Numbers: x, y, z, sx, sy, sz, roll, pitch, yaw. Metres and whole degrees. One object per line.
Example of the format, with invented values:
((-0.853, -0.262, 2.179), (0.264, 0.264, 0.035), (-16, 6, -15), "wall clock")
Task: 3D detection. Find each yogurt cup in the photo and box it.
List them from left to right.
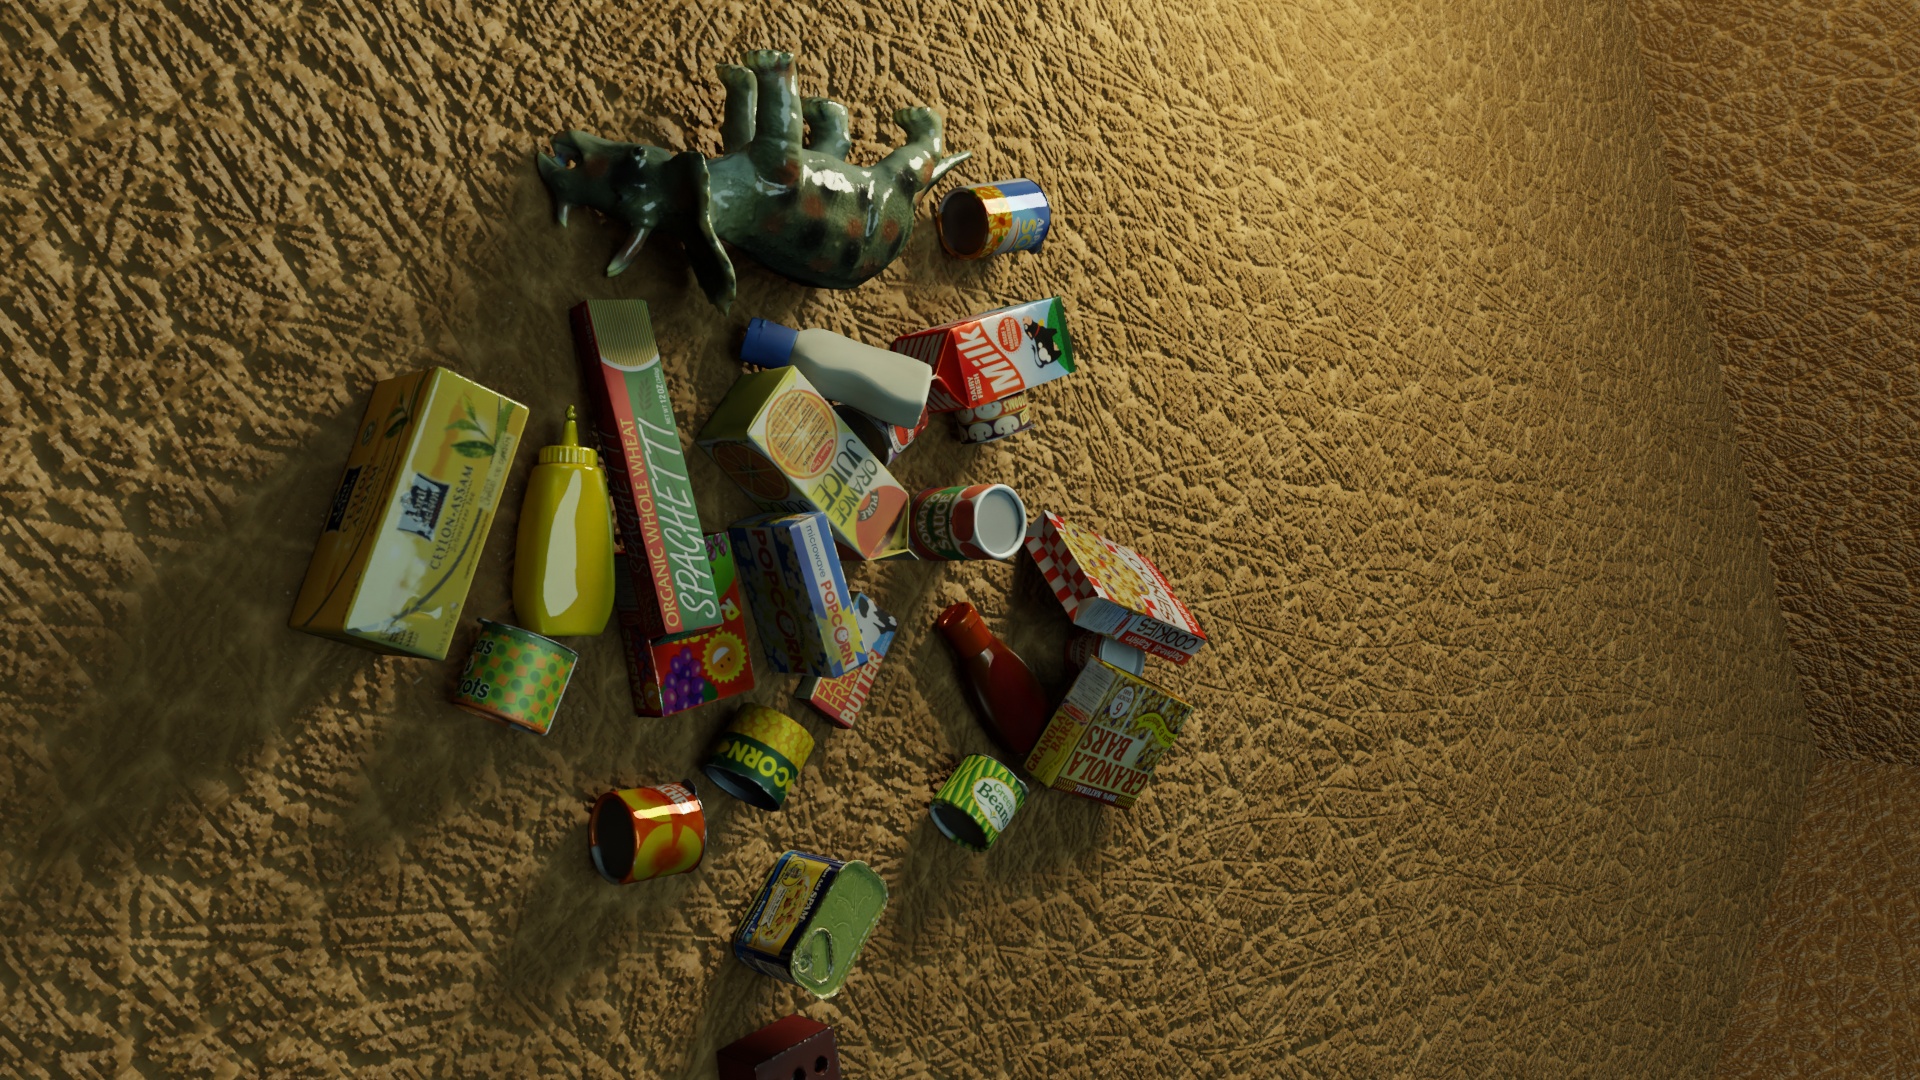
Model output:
((0.139, 0.112, 1.353), (0.072, 0.054, 0.072), (2, 88, -44), "yogurt cup")

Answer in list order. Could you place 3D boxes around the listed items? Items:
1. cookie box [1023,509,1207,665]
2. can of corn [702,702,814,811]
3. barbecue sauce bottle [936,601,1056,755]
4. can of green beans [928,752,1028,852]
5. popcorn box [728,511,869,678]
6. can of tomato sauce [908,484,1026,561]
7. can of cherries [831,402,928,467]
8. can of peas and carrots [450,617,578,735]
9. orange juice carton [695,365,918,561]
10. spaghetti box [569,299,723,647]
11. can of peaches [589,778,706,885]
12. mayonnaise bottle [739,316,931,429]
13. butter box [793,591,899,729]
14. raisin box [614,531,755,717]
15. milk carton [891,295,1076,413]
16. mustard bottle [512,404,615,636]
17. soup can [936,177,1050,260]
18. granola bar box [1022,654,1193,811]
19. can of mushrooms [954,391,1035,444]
((0.148, 0.046, 1.322), (0.167, 0.123, 0.040), (23, 117, -41), "cookie box")
((-0.152, 0.164, 1.057), (0.071, 0.071, 0.058), (47, 57, -32), "can of corn")
((0.030, 0.122, 1.255), (0.065, 0.043, 0.148), (-47, 119, -29), "barbecue sauce bottle")
((0.014, 0.230, 1.220), (0.058, 0.071, 0.071), (-47, 120, -34), "can of green beans")
((-0.126, 0.041, 1.077), (0.038, 0.085, 0.126), (-26, 107, -40), "popcorn box")
((0.004, -0.015, 1.207), (0.071, 0.083, 0.071), (2, 87, -45), "can of tomato sauce")
((-0.067, -0.099, 1.150), (0.059, 0.071, 0.071), (-46, 119, -35), "can of cherries")
((-0.298, 0.091, 0.923), (0.071, 0.071, 0.059), (32, 68, -39), "can of peas and carrots")
((-0.111, -0.044, 1.105), (0.192, 0.071, 0.073), (48, 58, -31), "orange juice carton")
((-0.223, -0.051, 0.989), (0.050, 0.028, 0.250), (-9, 82, -43), "spaghetti box")
((-0.223, 0.206, 0.990), (0.058, 0.071, 0.071), (0, 89, -43), "can of peaches")
((-0.098, -0.136, 1.095), (0.148, 0.041, 0.065), (18, 39, -8), "mayonnaise bottle")
((-0.094, 0.099, 1.149), (0.053, 0.024, 0.104), (41, 61, -35), "butter box")
((-0.207, 0.061, 1.031), (0.086, 0.040, 0.123), (-15, 98, -44), "raisin box")
((0.011, -0.160, 1.227), (0.191, 0.072, 0.073), (-24, 106, -42), "milk carton")
((-0.273, -0.014, 0.963), (0.065, 0.049, 0.160), (6, 83, -44), "mustard bottle")
((0.031, -0.288, 1.254), (0.084, 0.071, 0.071), (-21, 103, -42), "soup can")
((0.143, 0.185, 1.311), (0.165, 0.039, 0.124), (28, 95, -53), "granola bar box")
((0.031, -0.111, 1.246), (0.071, 0.071, 0.033), (-23, 103, -42), "can of mushrooms")
